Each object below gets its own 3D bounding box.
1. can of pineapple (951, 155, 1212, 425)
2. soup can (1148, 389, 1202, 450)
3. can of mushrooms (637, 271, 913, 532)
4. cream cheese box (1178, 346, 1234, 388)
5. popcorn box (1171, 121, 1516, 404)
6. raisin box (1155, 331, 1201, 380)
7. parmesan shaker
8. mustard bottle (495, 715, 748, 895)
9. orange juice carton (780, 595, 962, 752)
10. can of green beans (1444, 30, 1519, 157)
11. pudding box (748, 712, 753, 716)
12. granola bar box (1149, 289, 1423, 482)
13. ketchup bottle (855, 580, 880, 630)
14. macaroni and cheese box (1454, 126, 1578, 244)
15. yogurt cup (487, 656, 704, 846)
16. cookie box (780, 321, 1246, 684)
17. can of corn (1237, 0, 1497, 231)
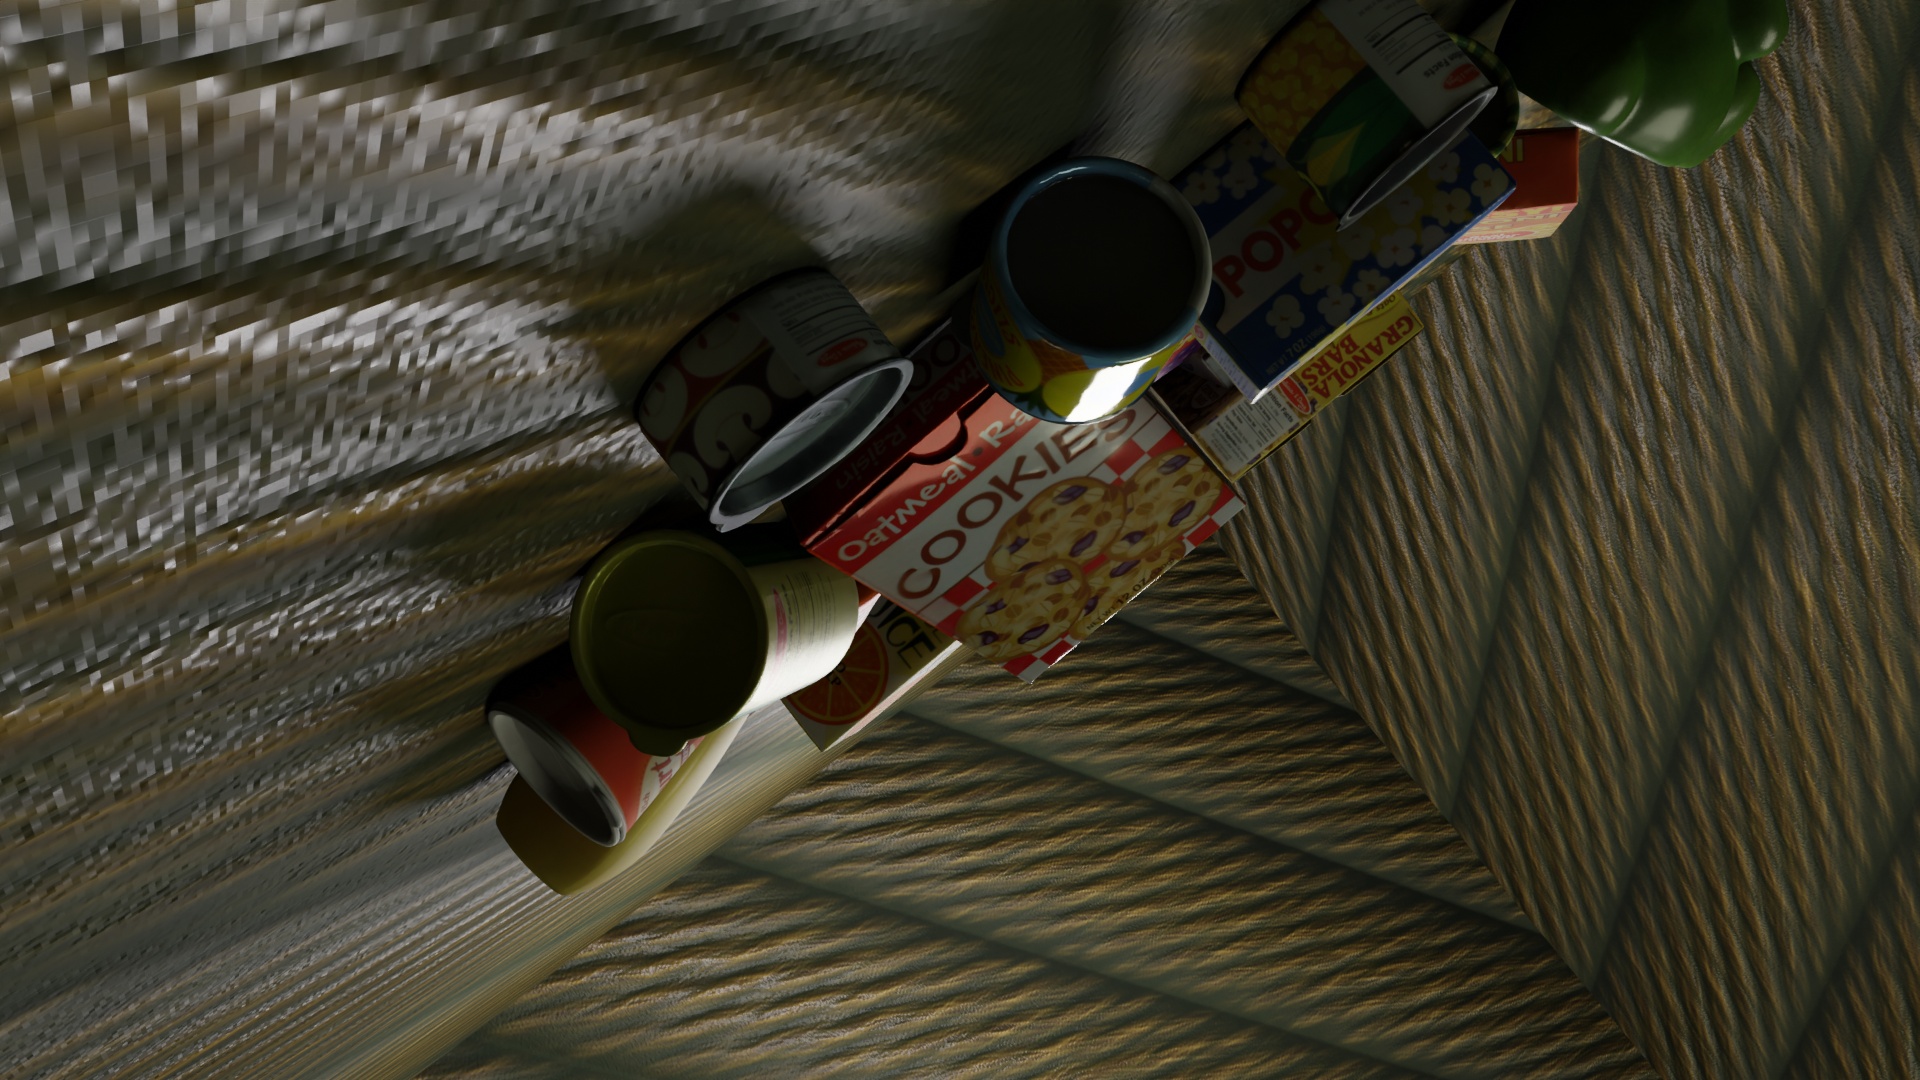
[{"bbox_3d":[0.036,-0.075,0.424,0.071,0.071,0.057,-37,173,-13],"label":"can of pineapple"},{"bbox_3d":[0.142,-0.074,0.946,0.071,0.084,0.071,-38,174,-5],"label":"soup can"},{"bbox_3d":[-0.049,-0.035,0.361,0.071,0.033,0.071,-39,174,-5],"label":"can of mushrooms"},{"bbox_3d":[0.138,-0.114,0.743,0.053,0.024,0.104,-41,-162,3],"label":"cream cheese box"},{"bbox_3d":[0.137,-0.126,0.543,0.127,0.085,0.038,-39,174,0],"label":"popcorn box"},{"bbox_3d":[0.112,-0.122,0.638,0.086,0.040,0.123,-39,174,-2],"label":"raisin box"},{"bbox_3d":[-0.081,0.030,0.480,0.071,0.071,0.103,-40,174,10],"label":"parmesan shaker"},{"bbox_3d":[-0.131,0.083,0.612,0.160,0.065,0.049,-46,170,5],"label":"mustard bottle"},{"bbox_3d":[-0.024,0.034,0.822,0.192,0.073,0.072,-41,173,13],"label":"orange juice carton"},{"bbox_3d":[0.203,-0.181,0.614,0.071,0.071,0.057,-37,173,-13],"label":"can of green beans"},{"bbox_3d":[-0.124,0.079,0.766,0.049,0.030,0.084,-40,174,7],"label":"pudding box"},{"bbox_3d":[0.168,-0.107,0.773,0.124,0.039,0.166,-39,-162,9],"label":"granola bar box"},{"bbox_3d":[-0.060,0.021,0.643,0.065,0.043,0.148,-59,-177,-23],"label":"ketchup bottle"},{"bbox_3d":[0.253,-0.182,0.736,0.124,0.040,0.167,-1,-174,19],"label":"macaroni and cheese box"},{"bbox_3d":[-0.132,0.071,0.516,0.054,0.072,0.072,-44,177,-32],"label":"yogurt cup"},{"bbox_3d":[0.026,-0.017,0.540,0.123,0.040,0.167,-41,143,11],"label":"cookie box"},{"bbox_3d":[0.138,-0.152,0.482,0.071,0.058,0.071,-38,174,-5],"label":"can of corn"}]
